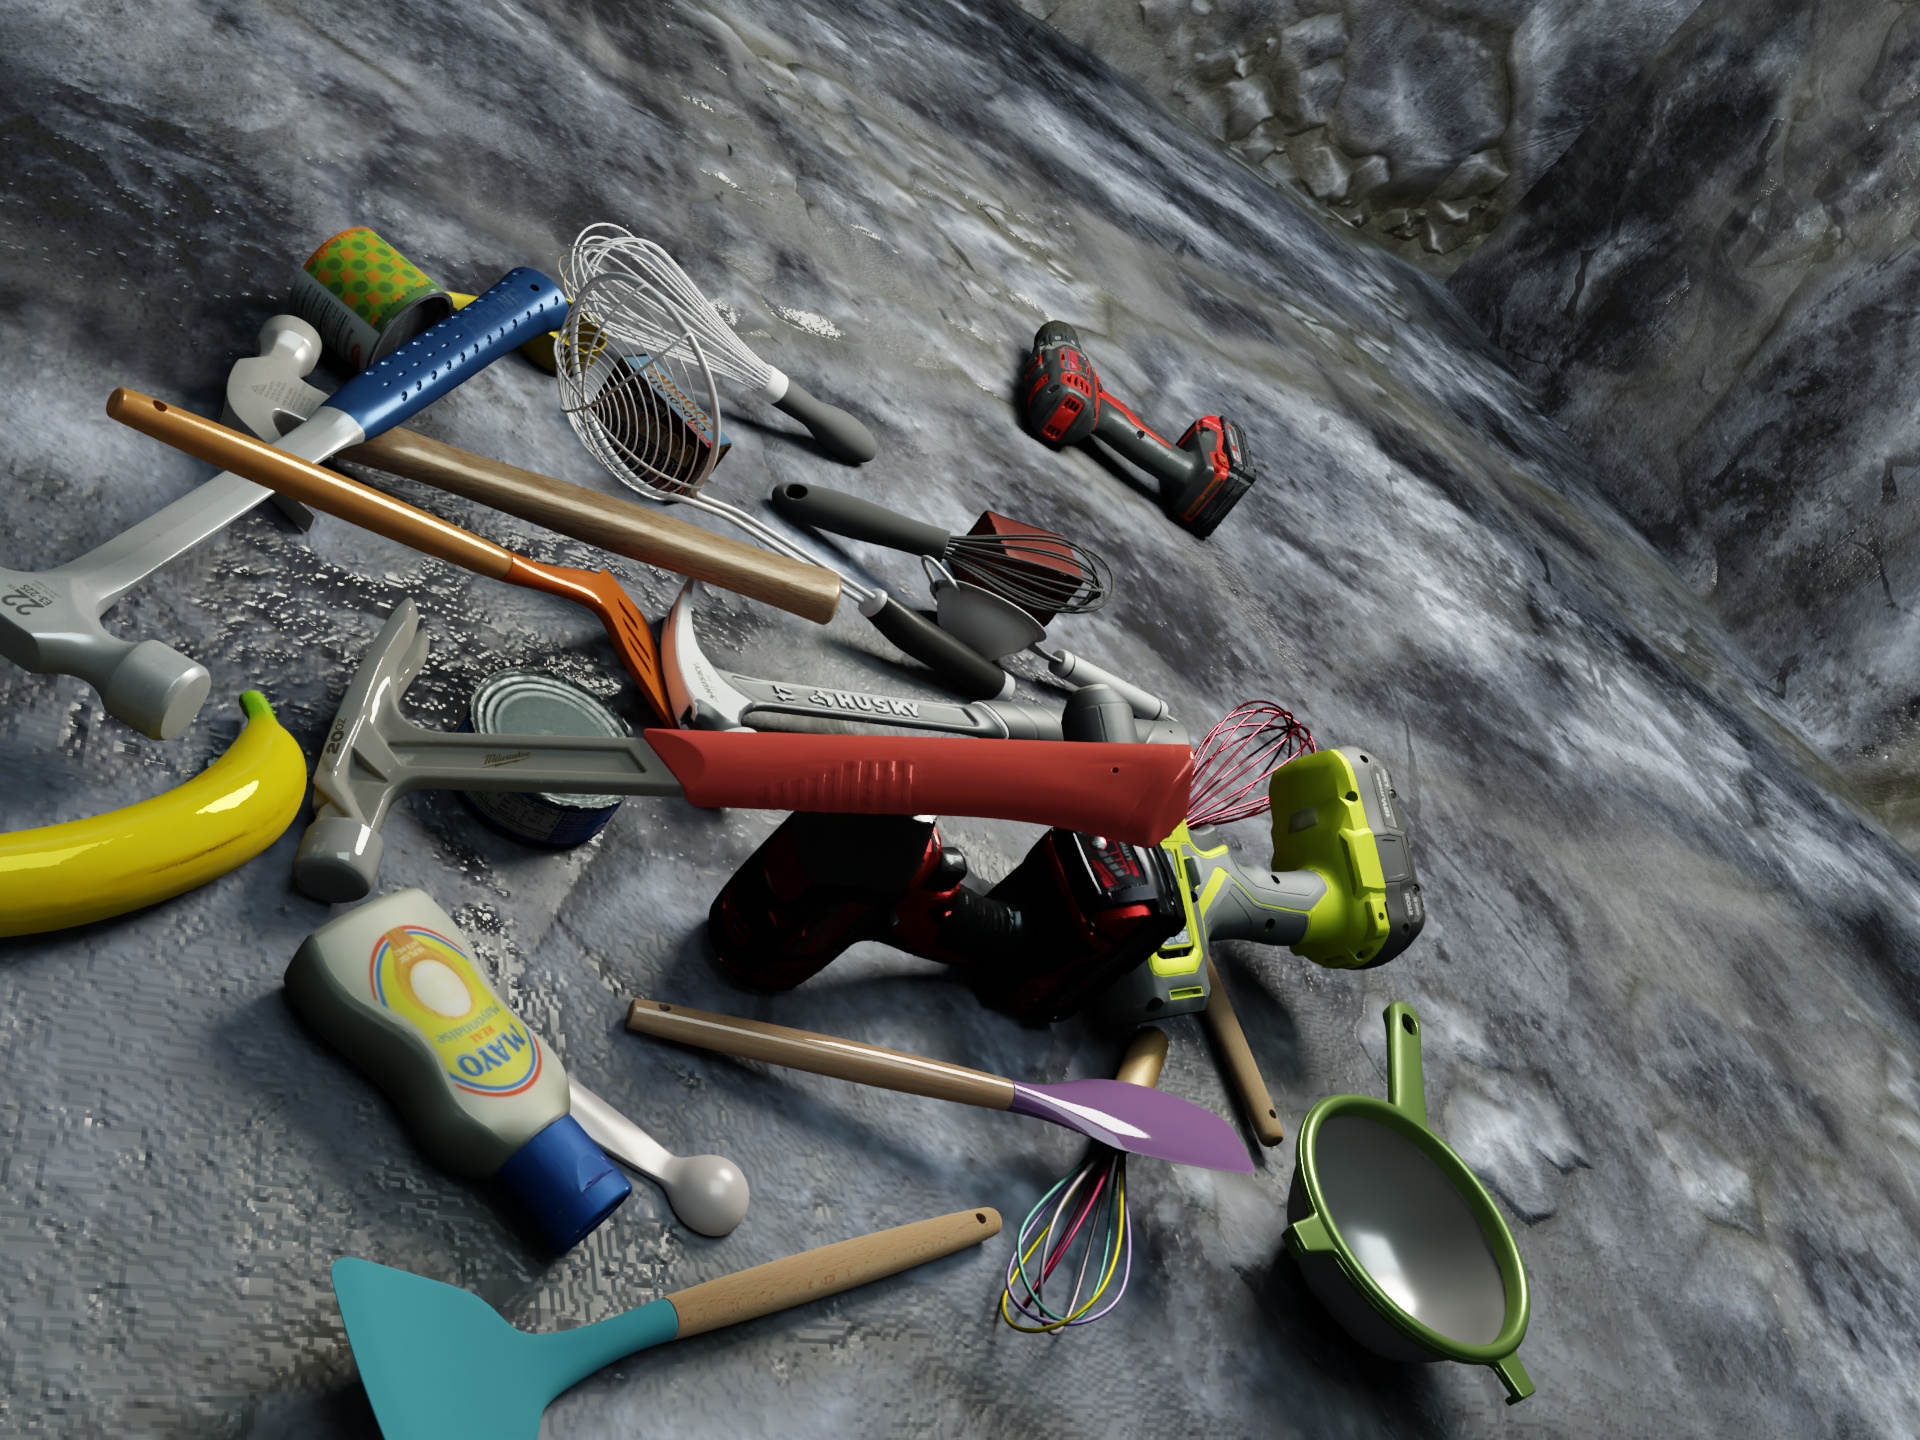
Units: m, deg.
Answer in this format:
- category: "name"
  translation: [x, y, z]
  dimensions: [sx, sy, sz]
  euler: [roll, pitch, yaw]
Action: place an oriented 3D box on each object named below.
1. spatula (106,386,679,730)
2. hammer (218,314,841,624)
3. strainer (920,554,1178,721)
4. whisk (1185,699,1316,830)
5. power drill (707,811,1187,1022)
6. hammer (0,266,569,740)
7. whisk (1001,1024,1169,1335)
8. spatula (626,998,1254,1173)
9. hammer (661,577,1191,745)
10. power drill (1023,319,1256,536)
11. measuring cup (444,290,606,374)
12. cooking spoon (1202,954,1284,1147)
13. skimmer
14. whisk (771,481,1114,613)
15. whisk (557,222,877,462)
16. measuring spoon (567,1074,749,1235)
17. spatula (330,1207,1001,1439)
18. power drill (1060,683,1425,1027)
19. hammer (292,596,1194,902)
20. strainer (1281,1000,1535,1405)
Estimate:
- category: "spatula"
  translation: [-0.235, -0.074, 0.729]
  dimensions: [0.322, 0.041, 0.081]
  euler: [25, 36, -52]
- category: "hammer"
  translation: [-0.219, -0.115, 0.848]
  dimensions: [0.331, 0.031, 0.130]
  euler: [18, 39, -19]
- category: "strainer"
  translation: [0.065, -0.041, 1.105]
  dimensions: [0.258, 0.050, 0.087]
  euler: [25, -10, -35]
- category: "whisk"
  translation: [0.143, 0.060, 1.014]
  dimensions: [0.073, 0.073, 0.296]
  euler: [48, 45, 11]
- category: "power drill"
  translation: [0.001, 0.081, 0.777]
  dimensions: [0.219, 0.143, 0.079]
  euler: [14, 42, -42]
- category: "hammer"
  translation: [-0.306, -0.140, 0.756]
  dimensions: [0.144, 0.035, 0.406]
  euler: [32, 36, -3]
- category: "whisk"
  translation: [0.067, 0.216, 0.780]
  dimensions: [0.051, 0.047, 0.245]
  euler: [40, 26, 1]
- category: "spatula"
  translation: [-0.002, 0.168, 0.740]
  dimensions: [0.315, 0.018, 0.060]
  euler: [17, 20, -21]
- category: "hammer"
  translation: [-0.002, -0.003, 0.971]
  dimensions: [0.408, 0.036, 0.149]
  euler: [7, 41, -42]
- category: "power drill"
  translation: [0.159, -0.286, 1.497]
  dimensions: [0.226, 0.080, 0.188]
  euler: [27, 33, -18]
- category: "measuring cup"
  translation: [-0.291, -0.243, 0.981]
  dimensions: [0.156, 0.029, 0.062]
  euler: [-5, 54, -48]
- category: "cooking spoon"
  translation: [0.137, 0.124, 0.994]
  dimensions: [0.068, 0.017, 0.319]
  euler: [18, 37, -34]
- category: "skimmer"
  translation: [-0.089, -0.126, 0.963]
  dimensions: [0.363, 0.127, 0.090]
  euler: [32, 64, -34]
- category: "whisk"
  translation: [-0.011, -0.120, 1.071]
  dimensions: [0.239, 0.055, 0.055]
  euler: [16, 34, -6]
- category: "whisk"
  translation: [-0.152, -0.244, 1.078]
  dimensions: [0.284, 0.070, 0.070]
  euler: [28, 31, -45]
- category: "measuring spoon"
  translation: [-0.135, 0.163, 0.638]
  dimensions: [0.124, 0.018, 0.034]
  euler: [36, 31, -7]
- category: "spatula"
  translation: [-0.085, 0.216, 0.602]
  dimensions: [0.317, 0.044, 0.082]
  euler: [3, 44, -48]
- category: "power drill"
  translation: [0.158, 0.073, 0.941]
  dimensions: [0.228, 0.080, 0.191]
  euler: [0, 73, -34]
- category: "hammer"
  translation: [-0.084, 0.014, 0.667]
  dimensions: [0.359, 0.036, 0.149]
  euler: [1, 48, 3]
- category: "strainer"
  translation: [0.231, 0.254, 0.884]
  dimensions: [0.151, 0.069, 0.256]
  euler: [35, 30, -6]
